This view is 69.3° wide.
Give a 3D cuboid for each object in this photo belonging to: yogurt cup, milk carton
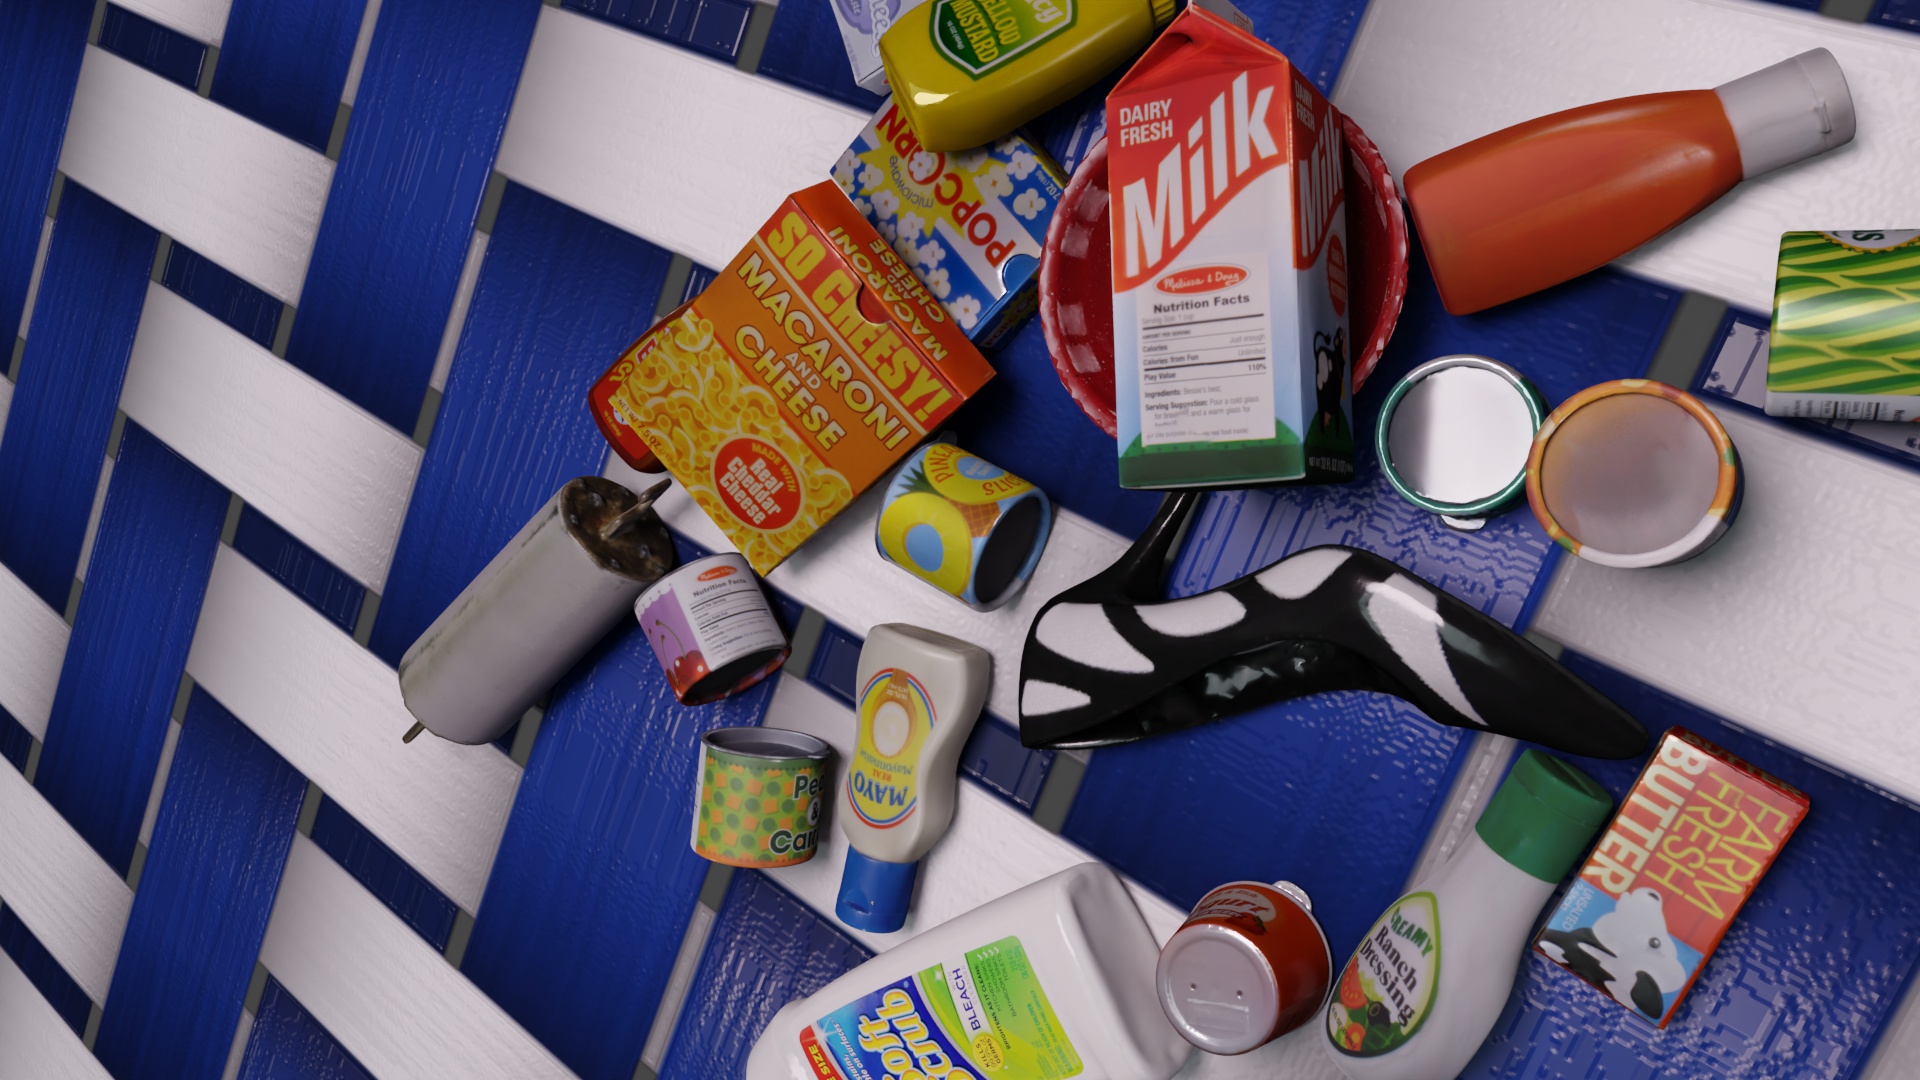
[{"bbox_3d":[0.119,0.185,0.595,0.072,0.054,0.072,0,90,31],"label":"yogurt cup"},{"bbox_3d":[0.104,-0.115,0.534,0.073,0.072,0.190,-3,89,30],"label":"milk carton"}]

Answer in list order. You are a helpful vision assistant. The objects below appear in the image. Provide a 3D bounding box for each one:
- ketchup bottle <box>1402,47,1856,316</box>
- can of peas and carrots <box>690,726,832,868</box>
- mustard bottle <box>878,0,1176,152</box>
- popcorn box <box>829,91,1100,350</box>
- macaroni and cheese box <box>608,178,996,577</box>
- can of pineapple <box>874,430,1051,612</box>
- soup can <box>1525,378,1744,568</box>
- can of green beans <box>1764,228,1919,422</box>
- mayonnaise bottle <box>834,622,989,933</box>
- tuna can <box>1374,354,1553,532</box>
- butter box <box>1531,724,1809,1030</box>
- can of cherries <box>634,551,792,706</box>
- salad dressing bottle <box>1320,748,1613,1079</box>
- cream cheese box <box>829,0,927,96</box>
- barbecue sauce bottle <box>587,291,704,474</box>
[{"bbox_3d":[0.249,-0.138,0.525,0.148,0.044,0.064,-18,115,23],"label":"ketchup bottle"},{"bbox_3d":[-0.102,0.132,0.718,0.071,0.071,0.058,9,95,30],"label":"can of peas and carrots"},{"bbox_3d":[0.044,-0.235,0.629,0.160,0.048,0.065,-26,71,0],"label":"mustard bottle"},{"bbox_3d":[0.003,-0.167,0.678,0.085,0.038,0.127,-45,68,21],"label":"popcorn box"},{"bbox_3d":[-0.082,-0.074,0.682,0.123,0.040,0.165,49,126,-3],"label":"macaroni and cheese box"},{"bbox_3d":[0.002,-0.008,0.658,0.058,0.071,0.071,28,103,27],"label":"can of pineapple"},{"bbox_3d":[0.246,-0.025,0.507,0.071,0.084,0.071,-1,89,31],"label":"soup can"},{"bbox_3d":[0.313,-0.074,0.479,0.058,0.071,0.071,6,92,31],"label":"can of green beans"},{"bbox_3d":[-0.030,0.119,0.690,0.065,0.041,0.148,15,96,28],"label":"mayonnaise bottle"},{"bbox_3d":[0.203,-0.039,0.561,0.071,0.033,0.071,-1,88,30],"label":"tuna can"},{"bbox_3d":[0.267,0.126,0.526,0.053,0.024,0.103,33,105,27],"label":"butter box"},{"bbox_3d":[-0.131,0.049,0.738,0.071,0.071,0.058,-37,73,25],"label":"can of cherries"},{"bbox_3d":[0.198,0.151,0.545,0.044,0.064,0.147,23,106,-15],"label":"salad dressing bottle"},{"bbox_3d":[-0.042,-0.288,0.714,0.053,0.024,0.104,-24,77,27],"label":"cream cheese box"},{"bbox_3d":[-0.137,-0.103,0.755,0.148,0.044,0.065,-40,76,23],"label":"barbecue sauce bottle"}]
